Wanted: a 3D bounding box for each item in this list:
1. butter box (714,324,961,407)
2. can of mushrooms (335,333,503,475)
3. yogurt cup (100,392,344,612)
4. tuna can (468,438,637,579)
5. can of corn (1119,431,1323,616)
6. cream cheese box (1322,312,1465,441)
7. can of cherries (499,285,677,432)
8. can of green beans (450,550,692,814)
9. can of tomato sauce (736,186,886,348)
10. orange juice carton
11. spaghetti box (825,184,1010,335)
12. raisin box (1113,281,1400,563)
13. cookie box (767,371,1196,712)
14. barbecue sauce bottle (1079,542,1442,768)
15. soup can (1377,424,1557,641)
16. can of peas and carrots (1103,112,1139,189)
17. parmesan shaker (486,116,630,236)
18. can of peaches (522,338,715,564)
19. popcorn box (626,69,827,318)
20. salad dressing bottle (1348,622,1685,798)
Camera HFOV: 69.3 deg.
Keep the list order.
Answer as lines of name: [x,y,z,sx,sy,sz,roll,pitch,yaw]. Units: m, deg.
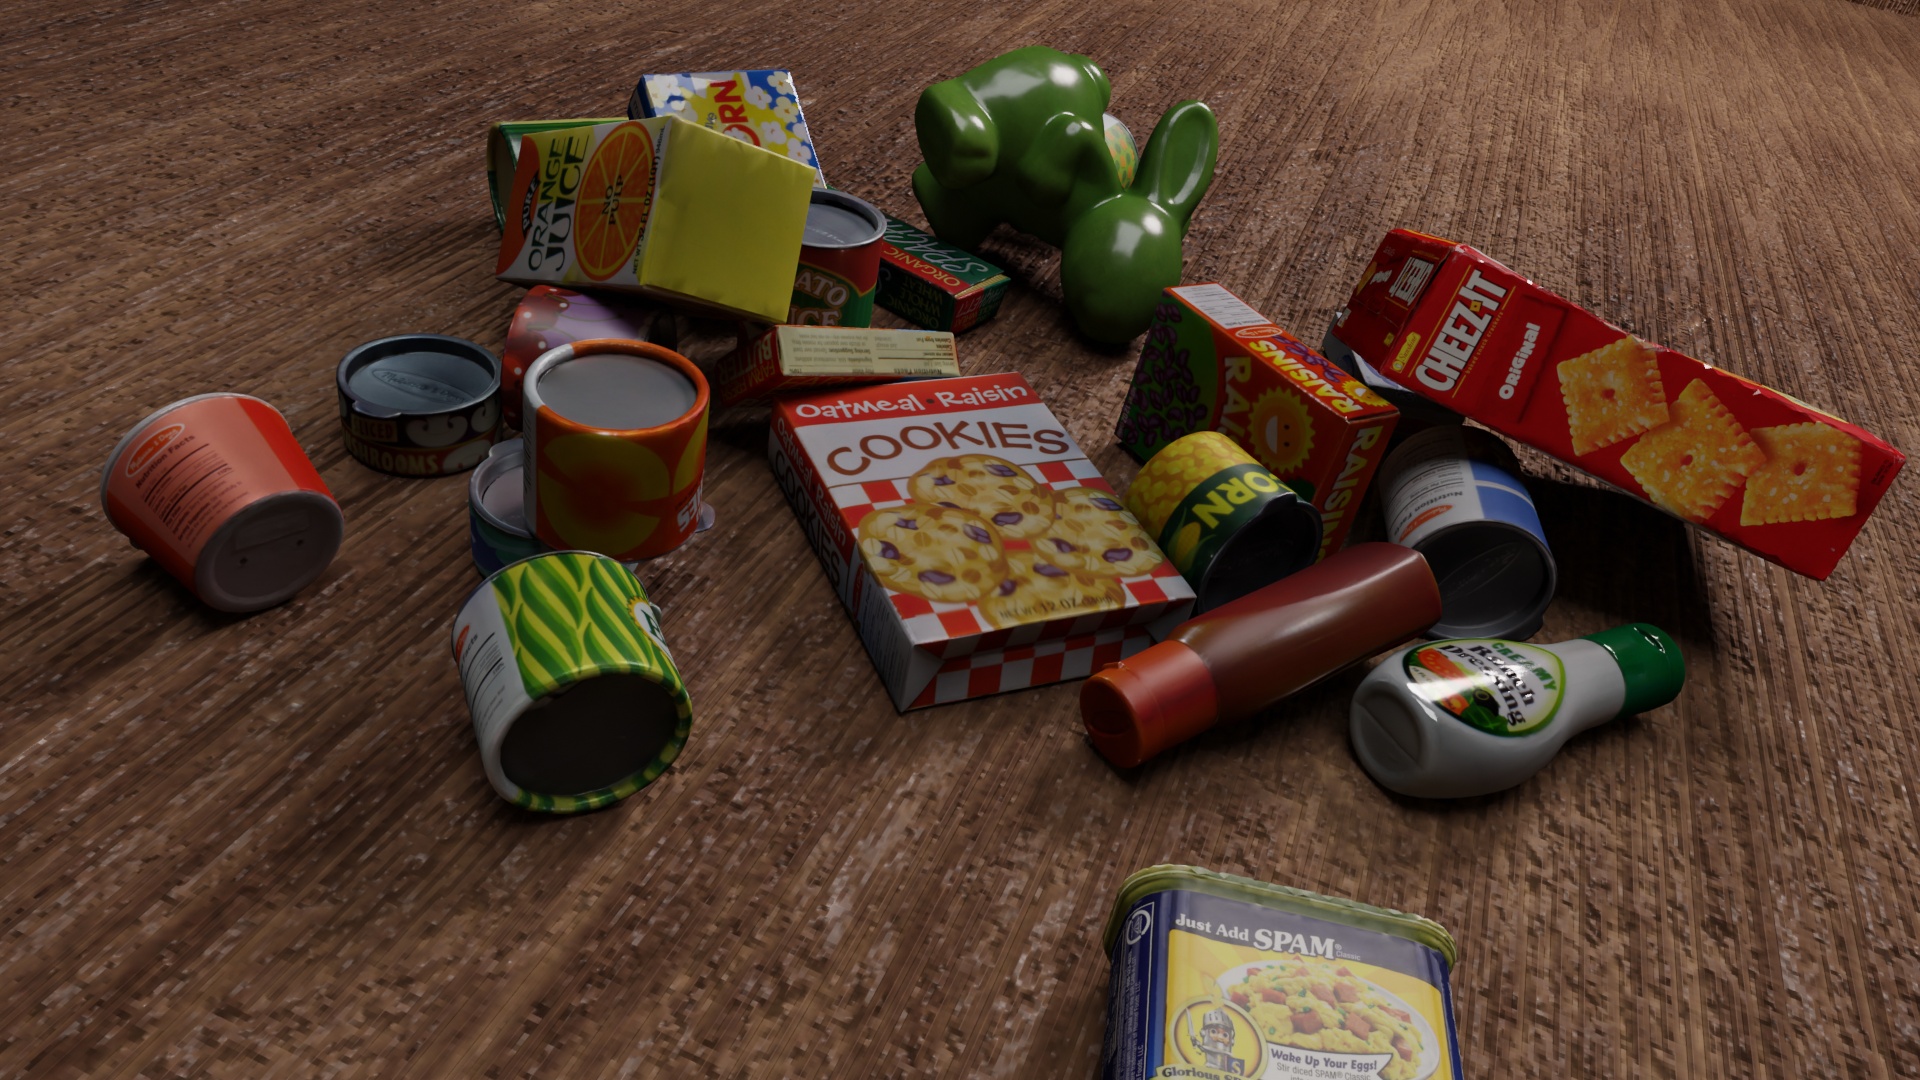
butter box: [-0.056,-0.079,0.640,0.104,0.053,0.024,-6,82,-41]
can of mushrooms: [-0.231,-0.058,0.592,0.071,0.033,0.071,8,36,-6]
yogurt cup: [-0.260,-0.011,0.497,0.054,0.072,0.073,40,44,22]
tuna can: [-0.160,-0.009,0.548,0.071,0.032,0.071,8,36,-6]
can of corn: [0.110,-0.007,0.590,0.071,0.070,0.058,-13,42,-30]
cream cheese box: [0.242,-0.091,0.782,0.053,0.024,0.104,9,36,-6]
can of cherries: [-0.162,-0.072,0.605,0.058,0.071,0.072,12,36,0]
can of green beans: [-0.127,0.046,0.454,0.071,0.071,0.058,-9,41,-26]
can of tomato sauce: [-0.075,-0.121,0.681,0.071,0.082,0.071,8,36,-6]
orange juice carton: [-0.156,-0.147,0.647,0.073,0.071,0.193,10,3,-42]
spaghetti box: [-0.085,-0.186,0.812,0.250,0.028,0.050,31,40,25]
raisin box: [0.134,-0.054,0.647,0.040,0.085,0.124,-10,41,-35]
cookie box: [0.002,-0.007,0.587,0.123,0.040,0.168,-8,41,-24]
barbecue sauce bottle: [0.114,0.043,0.538,0.149,0.064,0.043,-20,91,-29]
soup can: [0.226,-0.002,0.624,0.071,0.071,0.084,13,35,2]
can of peas and carrots: [0.075,-0.237,0.899,0.071,0.070,0.059,24,38,17]
parmesan shaker: [-0.201,-0.197,0.767,0.103,0.071,0.071,-13,43,-29]
can of peaches: [-0.125,-0.034,0.512,0.071,0.057,0.071,8,36,-6]
popcorn box: [-0.118,-0.186,0.740,0.085,0.038,0.127,-13,80,-31]
salad dressing bottle: [0.224,0.062,0.552,0.148,0.043,0.064,-9,40,-27]
